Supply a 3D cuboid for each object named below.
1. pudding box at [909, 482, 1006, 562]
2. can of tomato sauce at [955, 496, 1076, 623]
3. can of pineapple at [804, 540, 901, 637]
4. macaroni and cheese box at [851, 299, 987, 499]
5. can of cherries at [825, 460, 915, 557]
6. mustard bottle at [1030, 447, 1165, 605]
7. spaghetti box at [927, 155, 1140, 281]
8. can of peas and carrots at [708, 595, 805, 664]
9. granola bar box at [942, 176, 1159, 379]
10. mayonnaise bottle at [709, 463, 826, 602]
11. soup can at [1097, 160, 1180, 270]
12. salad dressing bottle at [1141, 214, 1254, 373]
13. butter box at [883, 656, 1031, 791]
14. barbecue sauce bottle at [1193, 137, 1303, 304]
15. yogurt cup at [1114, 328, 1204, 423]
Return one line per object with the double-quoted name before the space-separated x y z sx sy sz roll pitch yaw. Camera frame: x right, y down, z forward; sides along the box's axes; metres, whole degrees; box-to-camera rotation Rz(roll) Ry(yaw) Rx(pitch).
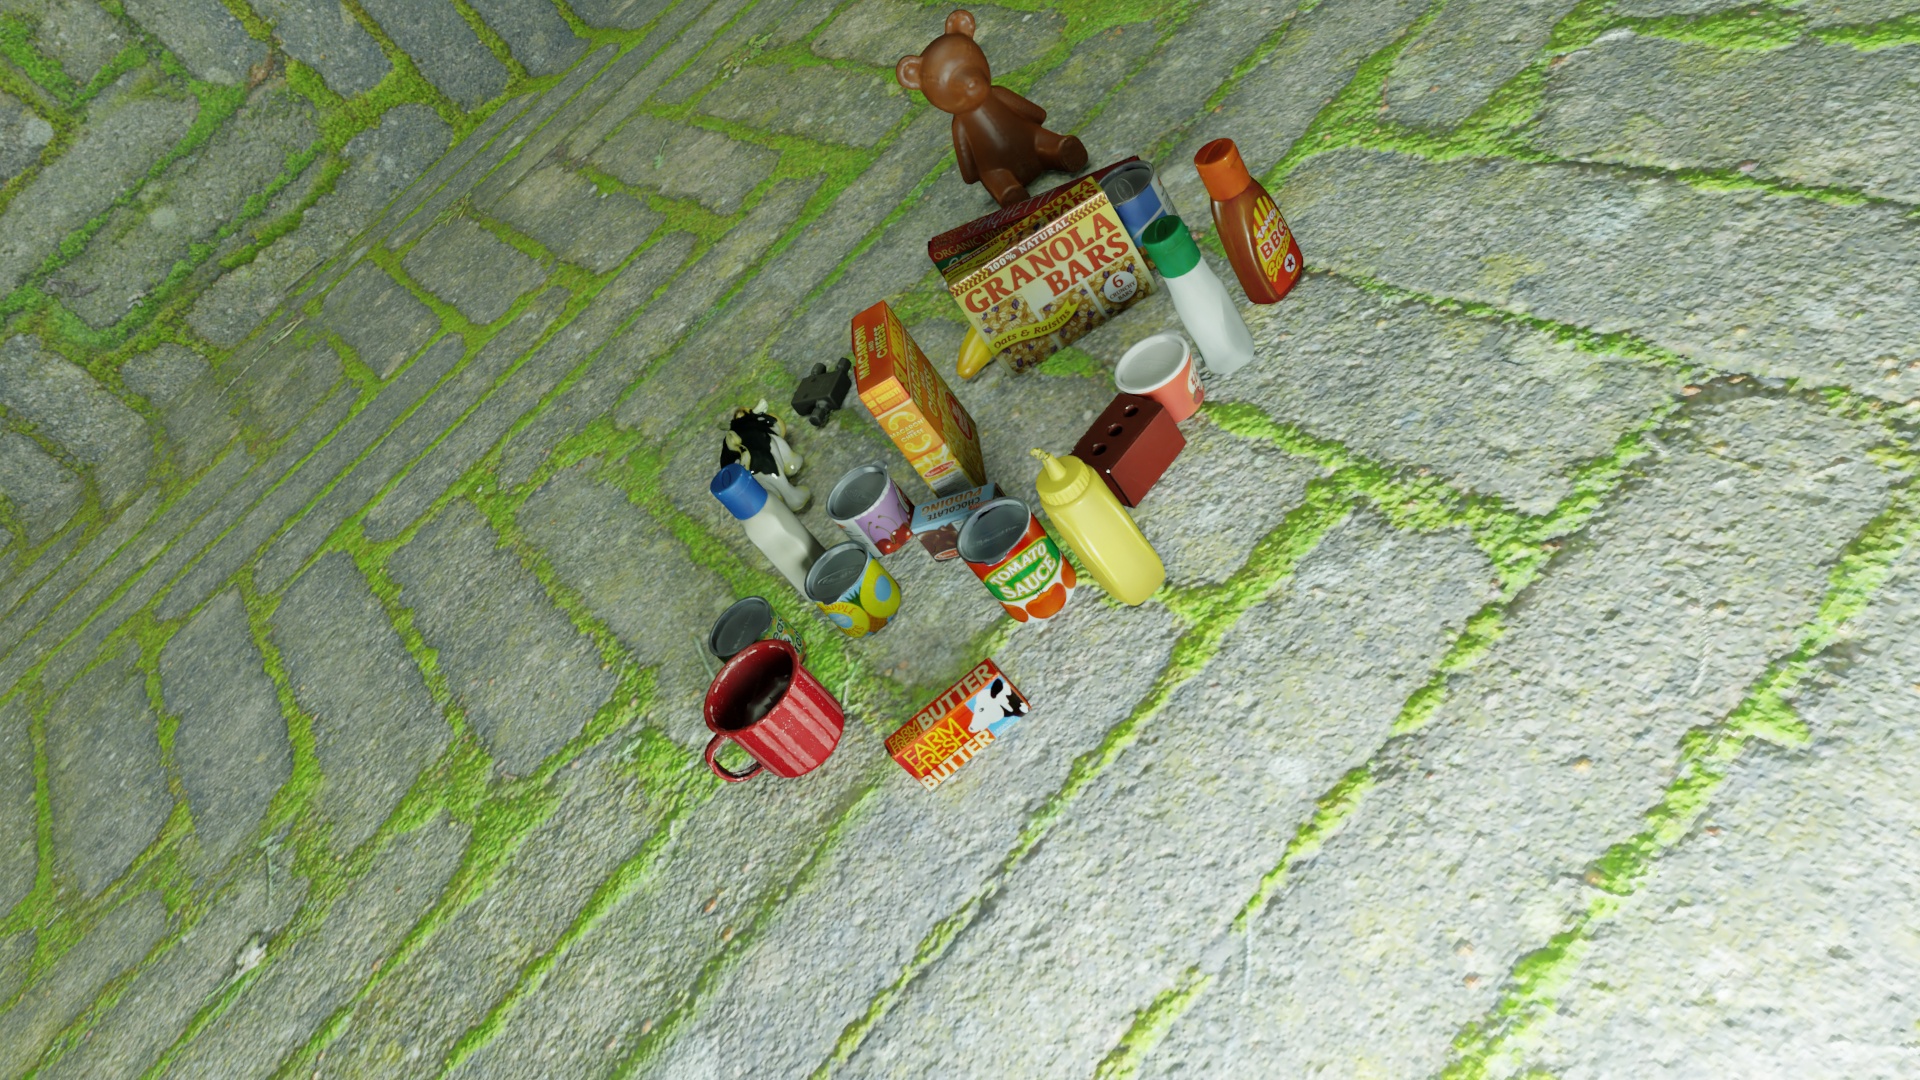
"pudding box" 0.004 -0.015 1.197 0.083 0.049 0.030 -16 43 26
"can of tomato sauce" 0.046 0.017 1.102 0.071 0.083 0.071 -22 41 21
"can of pineapple" -0.094 0.044 1.209 0.071 0.057 0.071 -22 41 21
"macaroni and cheese box" -0.036 -0.115 1.235 0.040 0.166 0.124 -27 39 15
"can of cherries" -0.078 -0.029 1.270 0.071 0.058 0.072 -22 41 21
"mustard bottle" 0.097 -0.017 1.033 0.049 0.159 0.065 -43 38 -5
"spaghetti box" 0.081 -0.333 1.457 0.249 0.050 0.029 -16 43 26
"can of peas and carrots" -0.177 0.091 1.228 0.071 0.058 0.071 -22 41 21
"granola bar box" 0.085 -0.245 1.304 0.165 0.124 0.039 -31 38 11
"mayonnaise bottle" -0.167 -0.009 1.249 0.041 0.147 0.065 -32 38 9
"soup can" 0.170 -0.310 1.334 0.071 0.083 0.072 -22 41 21
"salad dressing bottle" 0.197 -0.204 1.152 0.044 0.147 0.064 -17 43 26
"butter box" -0.002 0.139 1.042 0.103 0.053 0.024 -39 37 0
"barbecue sauce bottle" 0.244 -0.274 1.184 0.043 0.148 0.065 9 58 44
"yogurt cup" 0.172 -0.134 1.178 0.072 0.053 0.073 -22 41 21
